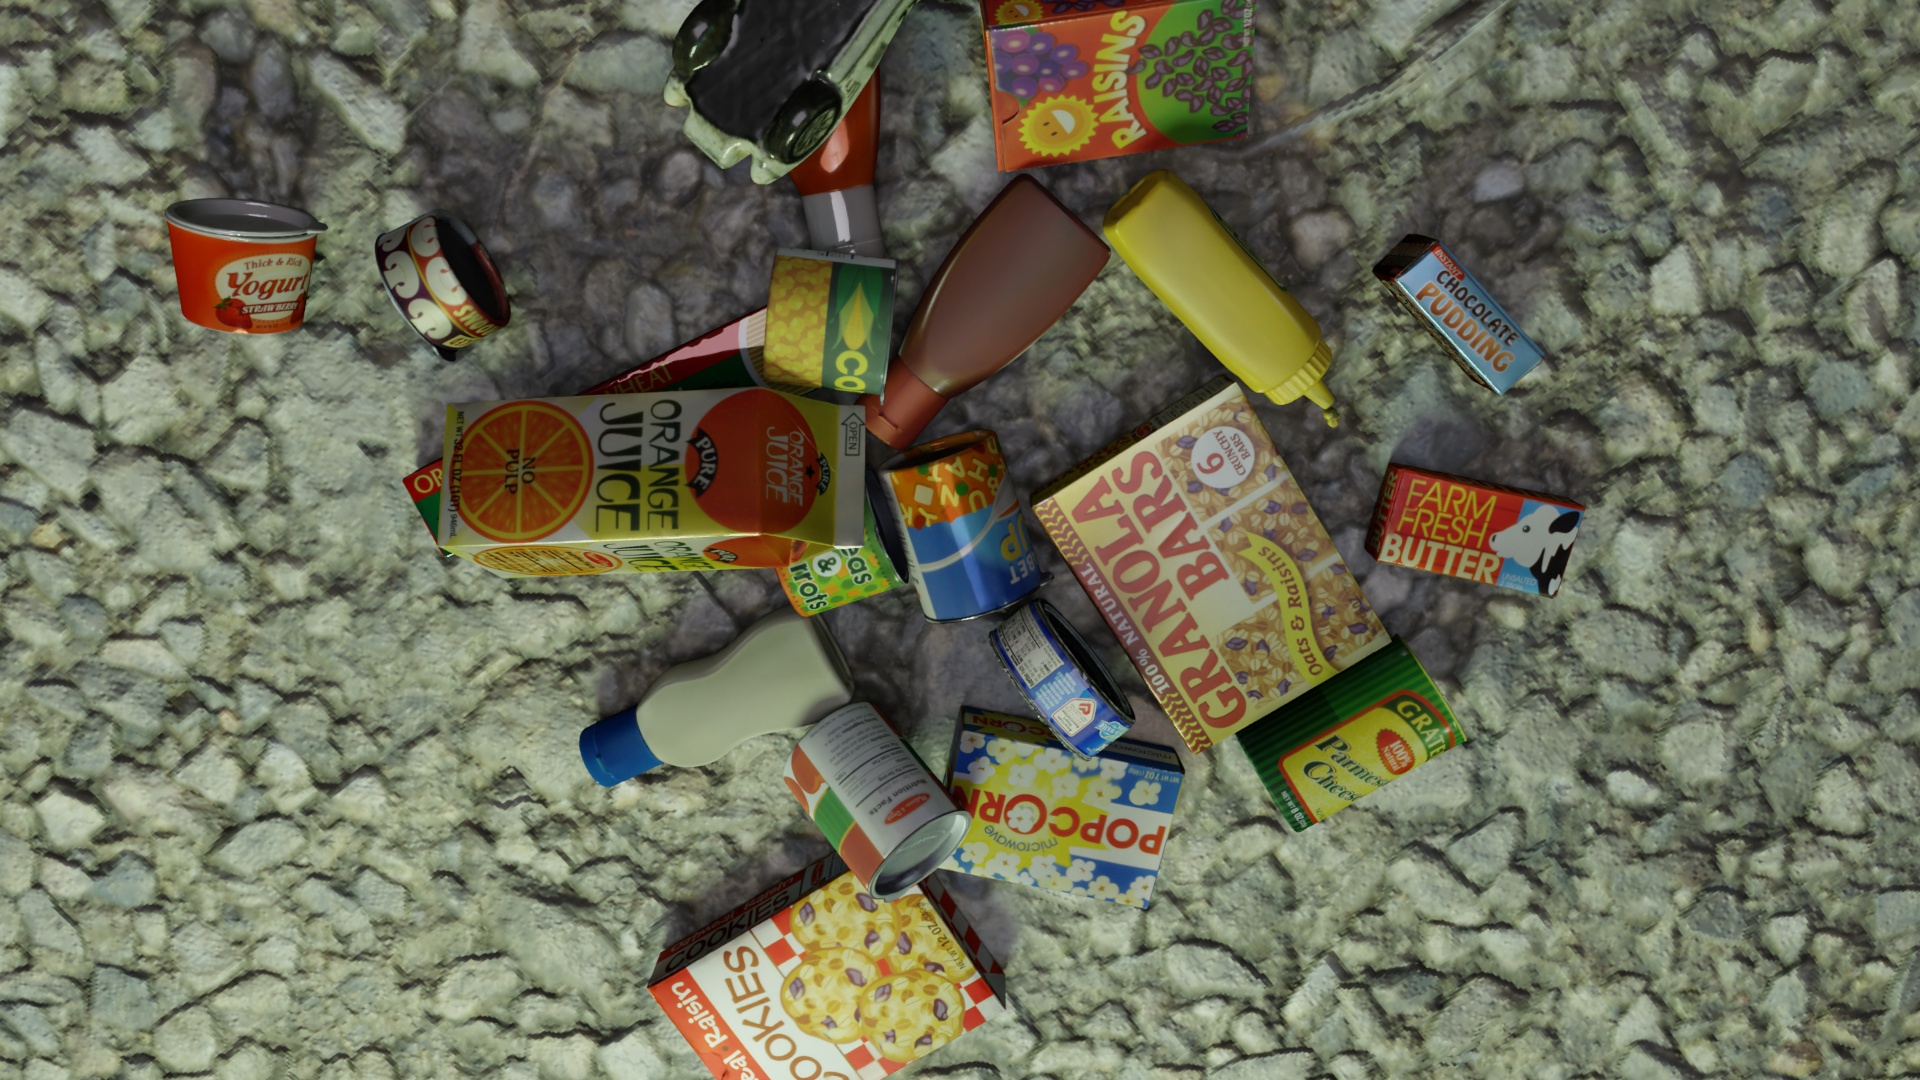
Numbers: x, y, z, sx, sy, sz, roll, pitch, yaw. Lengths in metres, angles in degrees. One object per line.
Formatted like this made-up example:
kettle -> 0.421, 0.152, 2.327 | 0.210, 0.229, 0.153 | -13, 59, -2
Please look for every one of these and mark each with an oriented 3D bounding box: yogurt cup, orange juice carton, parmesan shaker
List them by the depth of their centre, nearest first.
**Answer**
orange juice carton -> -0.141, -0.027, 0.665 | 0.193, 0.073, 0.072 | -2, 77, 4
yogurt cup -> -0.357, -0.136, 0.691 | 0.072, 0.073, 0.053 | 11, 113, -3
parmesan shaker -> 0.210, 0.106, 0.750 | 0.103, 0.071, 0.071 | -32, 102, 8

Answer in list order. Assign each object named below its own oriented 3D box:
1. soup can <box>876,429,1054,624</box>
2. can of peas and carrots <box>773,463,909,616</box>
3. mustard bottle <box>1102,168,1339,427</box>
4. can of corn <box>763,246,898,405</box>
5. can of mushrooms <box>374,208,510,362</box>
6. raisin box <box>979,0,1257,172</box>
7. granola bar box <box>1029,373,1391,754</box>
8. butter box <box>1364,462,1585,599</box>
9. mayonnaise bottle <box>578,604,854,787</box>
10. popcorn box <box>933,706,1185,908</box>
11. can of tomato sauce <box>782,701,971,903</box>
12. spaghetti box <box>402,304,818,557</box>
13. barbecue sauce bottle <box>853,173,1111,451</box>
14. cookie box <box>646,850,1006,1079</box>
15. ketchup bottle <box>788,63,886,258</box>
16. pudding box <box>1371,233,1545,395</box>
soup can -> 0.003, -0.009, 0.720 | 0.071, 0.071, 0.083 | -17, 104, 5
can of peas and carrots -> -0.065, 0.001, 0.721 | 0.059, 0.071, 0.070 | -19, 104, 6
mustard bottle -> 0.140, -0.116, 0.697 | 0.160, 0.065, 0.048 | 42, 105, -16
can of corn -> -0.062, -0.103, 0.665 | 0.058, 0.071, 0.071 | 6, 105, -5
can of mushrooms -> -0.255, -0.127, 0.690 | 0.033, 0.071, 0.071 | -25, 103, 5
raisin box -> 0.074, -0.225, 0.657 | 0.123, 0.040, 0.085 | -7, 147, 2
granola bar box -> 0.132, 0.013, 0.740 | 0.124, 0.039, 0.165 | -32, 102, 7
butter box -> 0.274, -0.006, 0.742 | 0.103, 0.024, 0.053 | 12, 105, -3
mayonnaise bottle -> -0.136, 0.090, 0.760 | 0.148, 0.041, 0.064 | -25, 102, 7
popcorn box -> 0.053, 0.149, 0.775 | 0.127, 0.038, 0.085 | 12, 105, -3
can of tomato sauce -> -0.046, 0.139, 0.742 | 0.071, 0.071, 0.083 | -50, 62, 11
spaghetti box -> -0.171, -0.063, 0.727 | 0.250, 0.029, 0.050 | -24, 102, 6
barbecue sauce bottle -> 0.006, -0.111, 0.706 | 0.065, 0.044, 0.148 | 40, 102, -11
cookie box -> -0.076, 0.255, 0.801 | 0.167, 0.040, 0.122 | -31, 102, 8
ketchup bottle -> -0.067, -0.209, 0.681 | 0.065, 0.044, 0.148 | -9, 104, 5
pudding box -> 0.251, -0.115, 0.701 | 0.083, 0.050, 0.030 | 44, 102, -10
